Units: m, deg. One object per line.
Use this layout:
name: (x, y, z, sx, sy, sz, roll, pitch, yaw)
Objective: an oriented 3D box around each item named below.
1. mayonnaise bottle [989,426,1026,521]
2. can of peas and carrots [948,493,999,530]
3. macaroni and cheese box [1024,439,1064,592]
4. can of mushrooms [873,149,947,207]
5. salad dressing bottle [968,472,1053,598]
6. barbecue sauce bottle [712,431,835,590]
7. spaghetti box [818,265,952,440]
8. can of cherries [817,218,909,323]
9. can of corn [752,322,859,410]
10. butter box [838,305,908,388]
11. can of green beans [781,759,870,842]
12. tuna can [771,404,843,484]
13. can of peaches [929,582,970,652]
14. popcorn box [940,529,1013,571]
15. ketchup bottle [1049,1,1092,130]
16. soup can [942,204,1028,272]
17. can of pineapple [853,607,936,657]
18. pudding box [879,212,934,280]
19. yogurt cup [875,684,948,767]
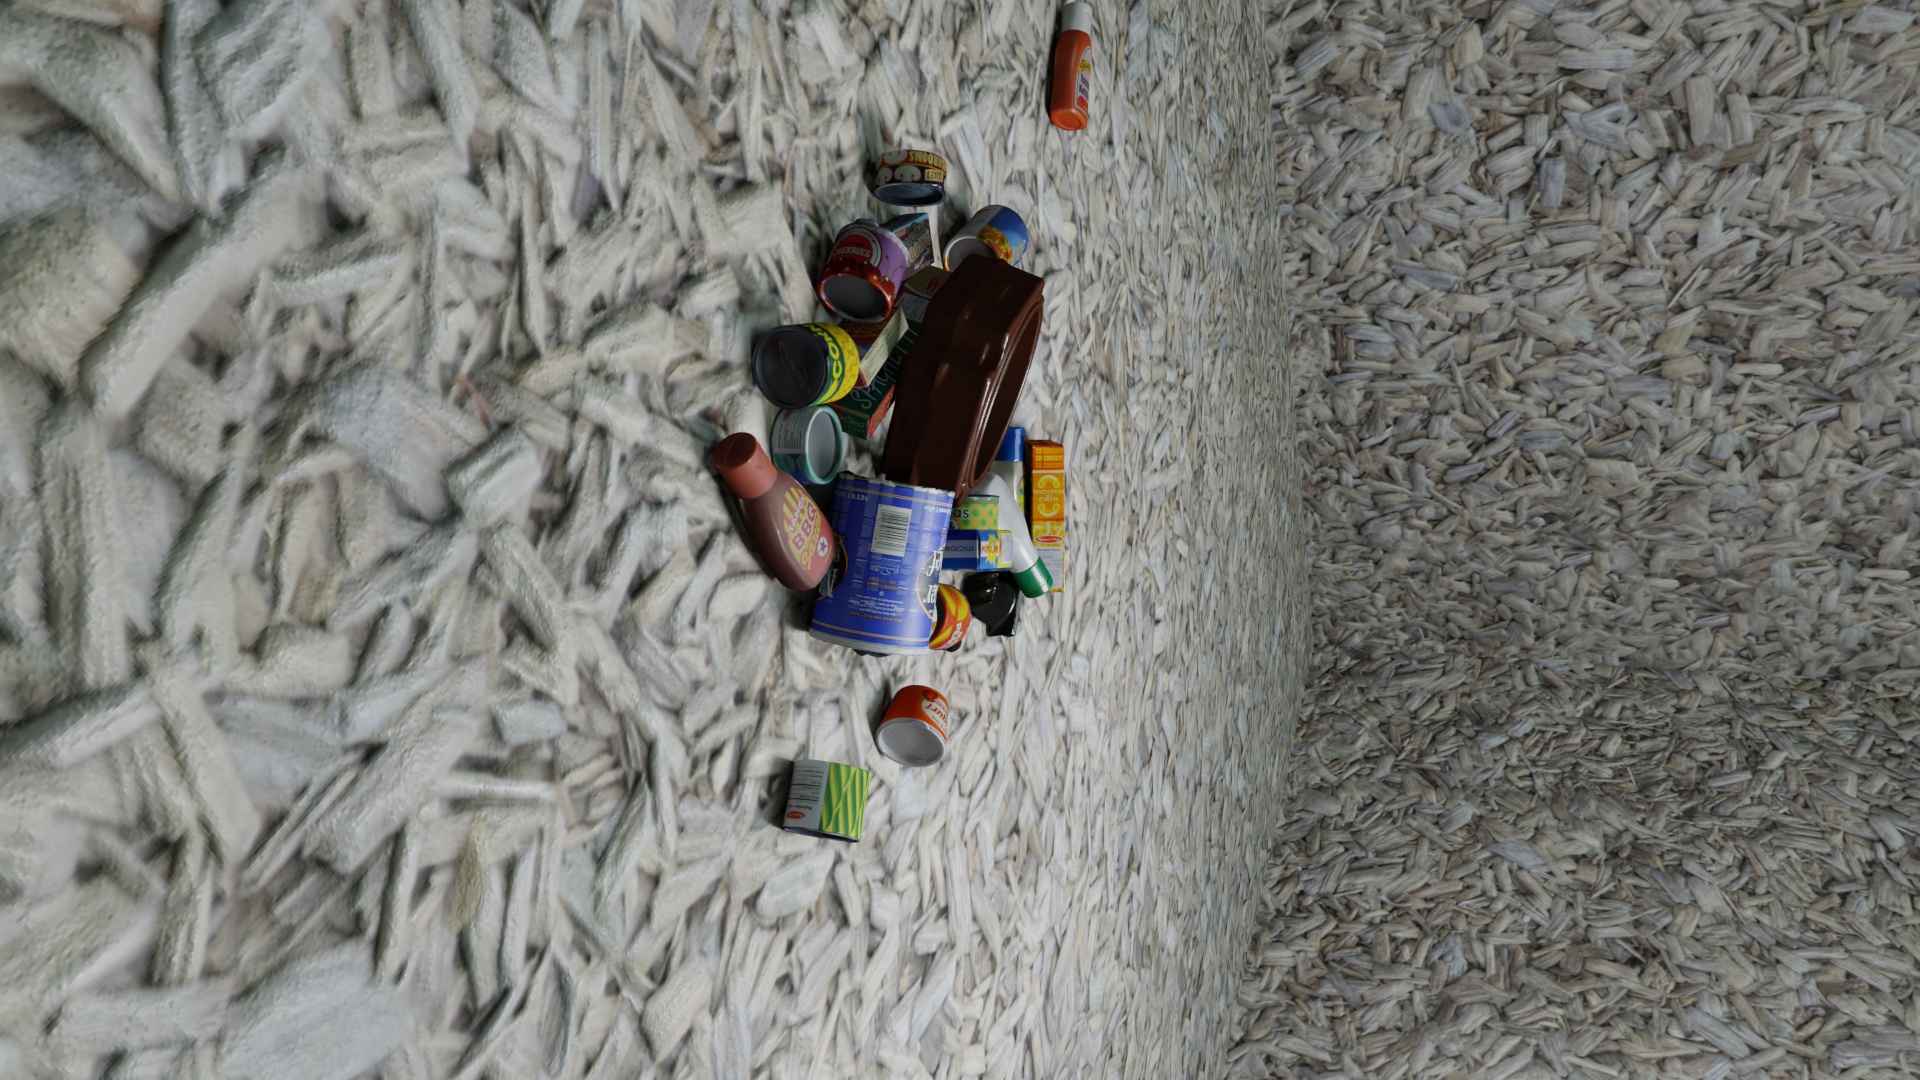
mayonnaise bottle: (0.054, -0.053, 1.559, 0.065, 0.041, 0.148, -16, 108, -71)
can of peas and carrots: (0.005, -0.018, 1.415, 0.071, 0.071, 0.058, -9, 101, -67)
macaroni and cheese box: (0.096, -0.031, 1.608, 0.124, 0.040, 0.166, -113, -157, -82)
can of mushrooms: (-0.044, -0.329, 1.261, 0.071, 0.071, 0.033, 15, 77, -67)
salad dressing bottle: (0.052, -0.004, 1.501, 0.147, 0.044, 0.064, 58, 40, -24)
barbecue sauce bottle: (-0.145, -0.025, 1.080, 0.148, 0.043, 0.065, 62, 38, -50)
spaghetti box: (-0.059, -0.176, 1.259, 0.251, 0.050, 0.028, -62, 169, -46)
can of cherries: (-0.084, -0.228, 1.180, 0.071, 0.071, 0.058, 61, 39, -52)
can of corn: (-0.119, -0.140, 1.097, 0.058, 0.071, 0.071, -27, 117, -66)
butter box: (-0.088, -0.166, 1.193, 0.104, 0.053, 0.024, -63, 145, -47)
can of green beans: (-0.111, 0.217, 1.157, 0.071, 0.071, 0.058, 44, 52, -61)
tuna can: (-0.124, -0.077, 1.140, 0.071, 0.033, 0.071, 1, 91, -67)
can of peaches: (-0.030, 0.073, 1.335, 0.058, 0.071, 0.071, 20, 74, -66)
popcorn box: (-0.025, 0.009, 1.266, 0.085, 0.126, 0.038, -3, 92, -68)
ketchup bottle: (0.138, -0.586, 1.710, 0.064, 0.043, 0.149, 22, 71, -66)
soup can: (0.028, -0.300, 1.439, 0.084, 0.071, 0.071, -57, 143, -50)
can of pineapple: (-0.063, 0.071, 1.262, 0.058, 0.071, 0.071, -5, 96, -68)
pudding box: (-0.055, -0.273, 1.291, 0.084, 0.030, 0.049, -47, 133, -58)
yogurt cup: (-0.043, 0.175, 1.324, 0.054, 0.072, 0.072, -75, 156, -47)
